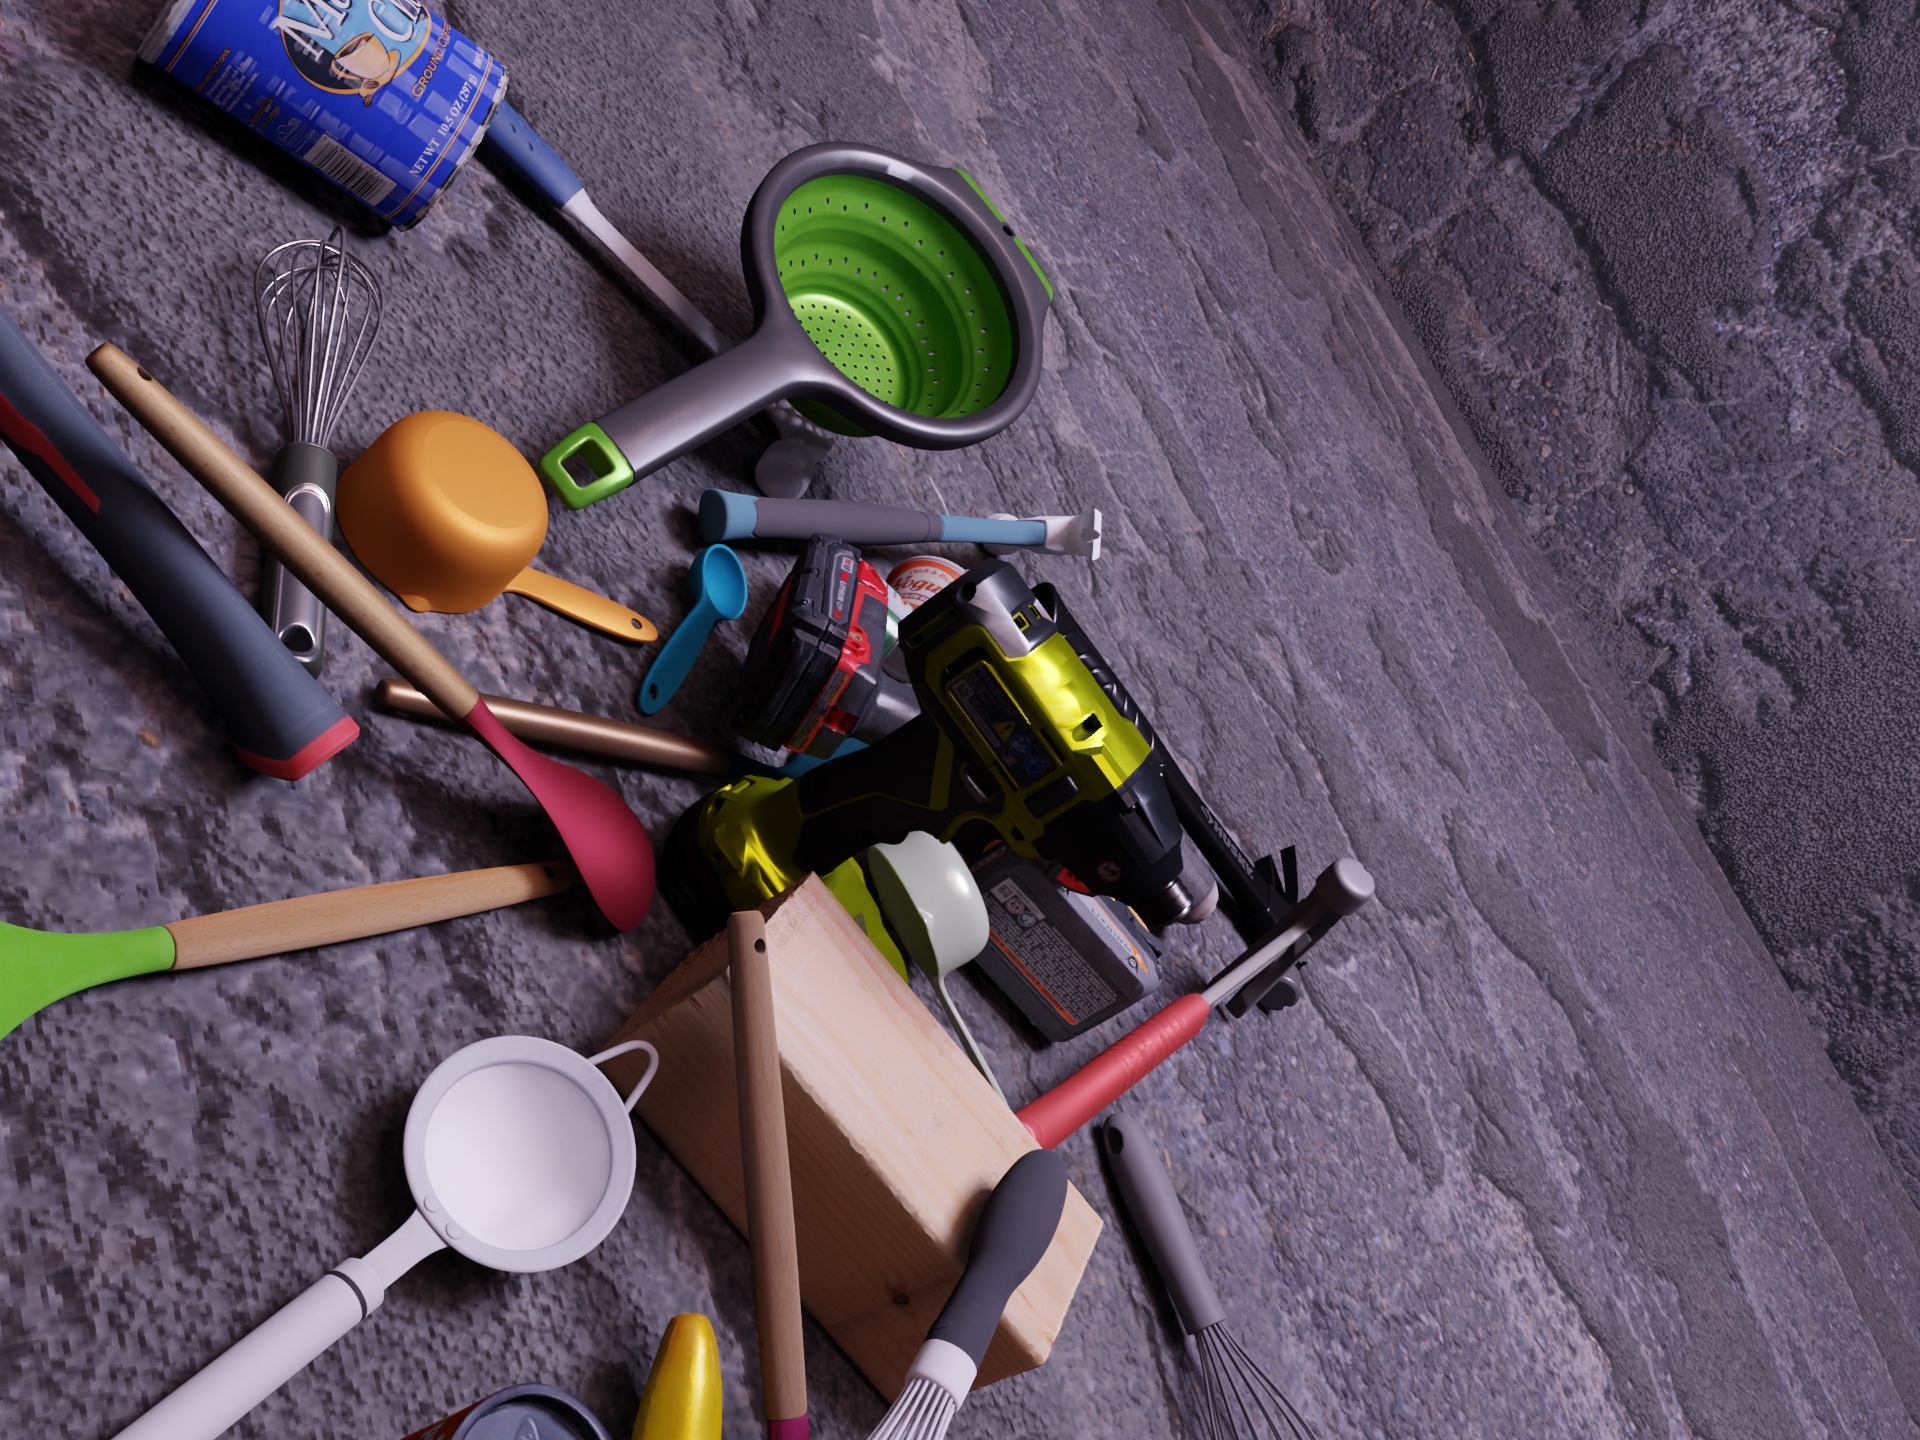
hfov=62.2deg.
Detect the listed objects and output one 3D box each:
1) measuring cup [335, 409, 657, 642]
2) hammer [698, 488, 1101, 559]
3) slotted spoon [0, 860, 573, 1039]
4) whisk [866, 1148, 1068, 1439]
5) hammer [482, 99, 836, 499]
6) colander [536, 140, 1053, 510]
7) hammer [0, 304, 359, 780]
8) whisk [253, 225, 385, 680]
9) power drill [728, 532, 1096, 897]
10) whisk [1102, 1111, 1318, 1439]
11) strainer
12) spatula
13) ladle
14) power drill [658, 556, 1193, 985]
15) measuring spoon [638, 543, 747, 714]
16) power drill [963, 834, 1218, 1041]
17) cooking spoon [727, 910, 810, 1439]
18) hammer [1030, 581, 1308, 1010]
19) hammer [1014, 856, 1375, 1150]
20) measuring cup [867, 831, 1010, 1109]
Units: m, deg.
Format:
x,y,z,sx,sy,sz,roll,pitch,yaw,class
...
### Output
x,y,z,sx,sy,sz,roll,pitch,yaw,class
-0.204,-0.085,0.757,0.173,0.052,0.095,26,41,-37,measuring cup
-0.031,-0.122,1.006,0.331,0.128,0.033,-4,98,-47,hammer
-0.257,0.074,0.561,0.313,0.031,0.070,-5,66,-57,slotted spoon
-0.020,0.256,0.556,0.070,0.070,0.285,49,42,-11,whisk
-0.225,-0.308,0.961,0.405,0.035,0.144,43,33,-19,hammer
-0.103,-0.202,0.927,0.204,0.094,0.397,52,49,-4,colander
-0.341,-0.144,0.560,0.386,0.143,0.038,53,28,-12,hammer
-0.283,-0.120,0.691,0.057,0.059,0.247,13,54,-33,whisk
-0.001,-0.003,0.833,0.219,0.078,0.143,27,27,-13,power drill
0.132,0.319,0.843,0.055,0.055,0.239,9,49,-51,whisk
-0.196,0.183,0.527,0.087,0.050,0.258,51,36,4,strainer
-0.132,0.007,0.779,0.317,0.044,0.082,14,34,-46,spatula
-0.214,-0.023,0.627,0.315,0.031,0.069,52,13,-34,ladle
-0.016,0.055,0.717,0.171,0.223,0.080,54,31,-2,power drill
-0.148,-0.046,0.839,0.042,0.021,0.129,63,32,-33,measuring spoon
0.084,0.096,0.964,0.185,0.084,0.226,48,27,-12,power drill
-0.067,0.230,0.589,0.068,0.017,0.319,4,76,-52,cooking spoon
0.146,0.040,1.110,0.334,0.035,0.146,52,30,-19,hammer
0.110,0.181,0.896,0.037,0.149,0.359,49,38,16,hammer
0.005,0.132,0.827,0.038,0.083,0.167,-28,98,-16,measuring cup
